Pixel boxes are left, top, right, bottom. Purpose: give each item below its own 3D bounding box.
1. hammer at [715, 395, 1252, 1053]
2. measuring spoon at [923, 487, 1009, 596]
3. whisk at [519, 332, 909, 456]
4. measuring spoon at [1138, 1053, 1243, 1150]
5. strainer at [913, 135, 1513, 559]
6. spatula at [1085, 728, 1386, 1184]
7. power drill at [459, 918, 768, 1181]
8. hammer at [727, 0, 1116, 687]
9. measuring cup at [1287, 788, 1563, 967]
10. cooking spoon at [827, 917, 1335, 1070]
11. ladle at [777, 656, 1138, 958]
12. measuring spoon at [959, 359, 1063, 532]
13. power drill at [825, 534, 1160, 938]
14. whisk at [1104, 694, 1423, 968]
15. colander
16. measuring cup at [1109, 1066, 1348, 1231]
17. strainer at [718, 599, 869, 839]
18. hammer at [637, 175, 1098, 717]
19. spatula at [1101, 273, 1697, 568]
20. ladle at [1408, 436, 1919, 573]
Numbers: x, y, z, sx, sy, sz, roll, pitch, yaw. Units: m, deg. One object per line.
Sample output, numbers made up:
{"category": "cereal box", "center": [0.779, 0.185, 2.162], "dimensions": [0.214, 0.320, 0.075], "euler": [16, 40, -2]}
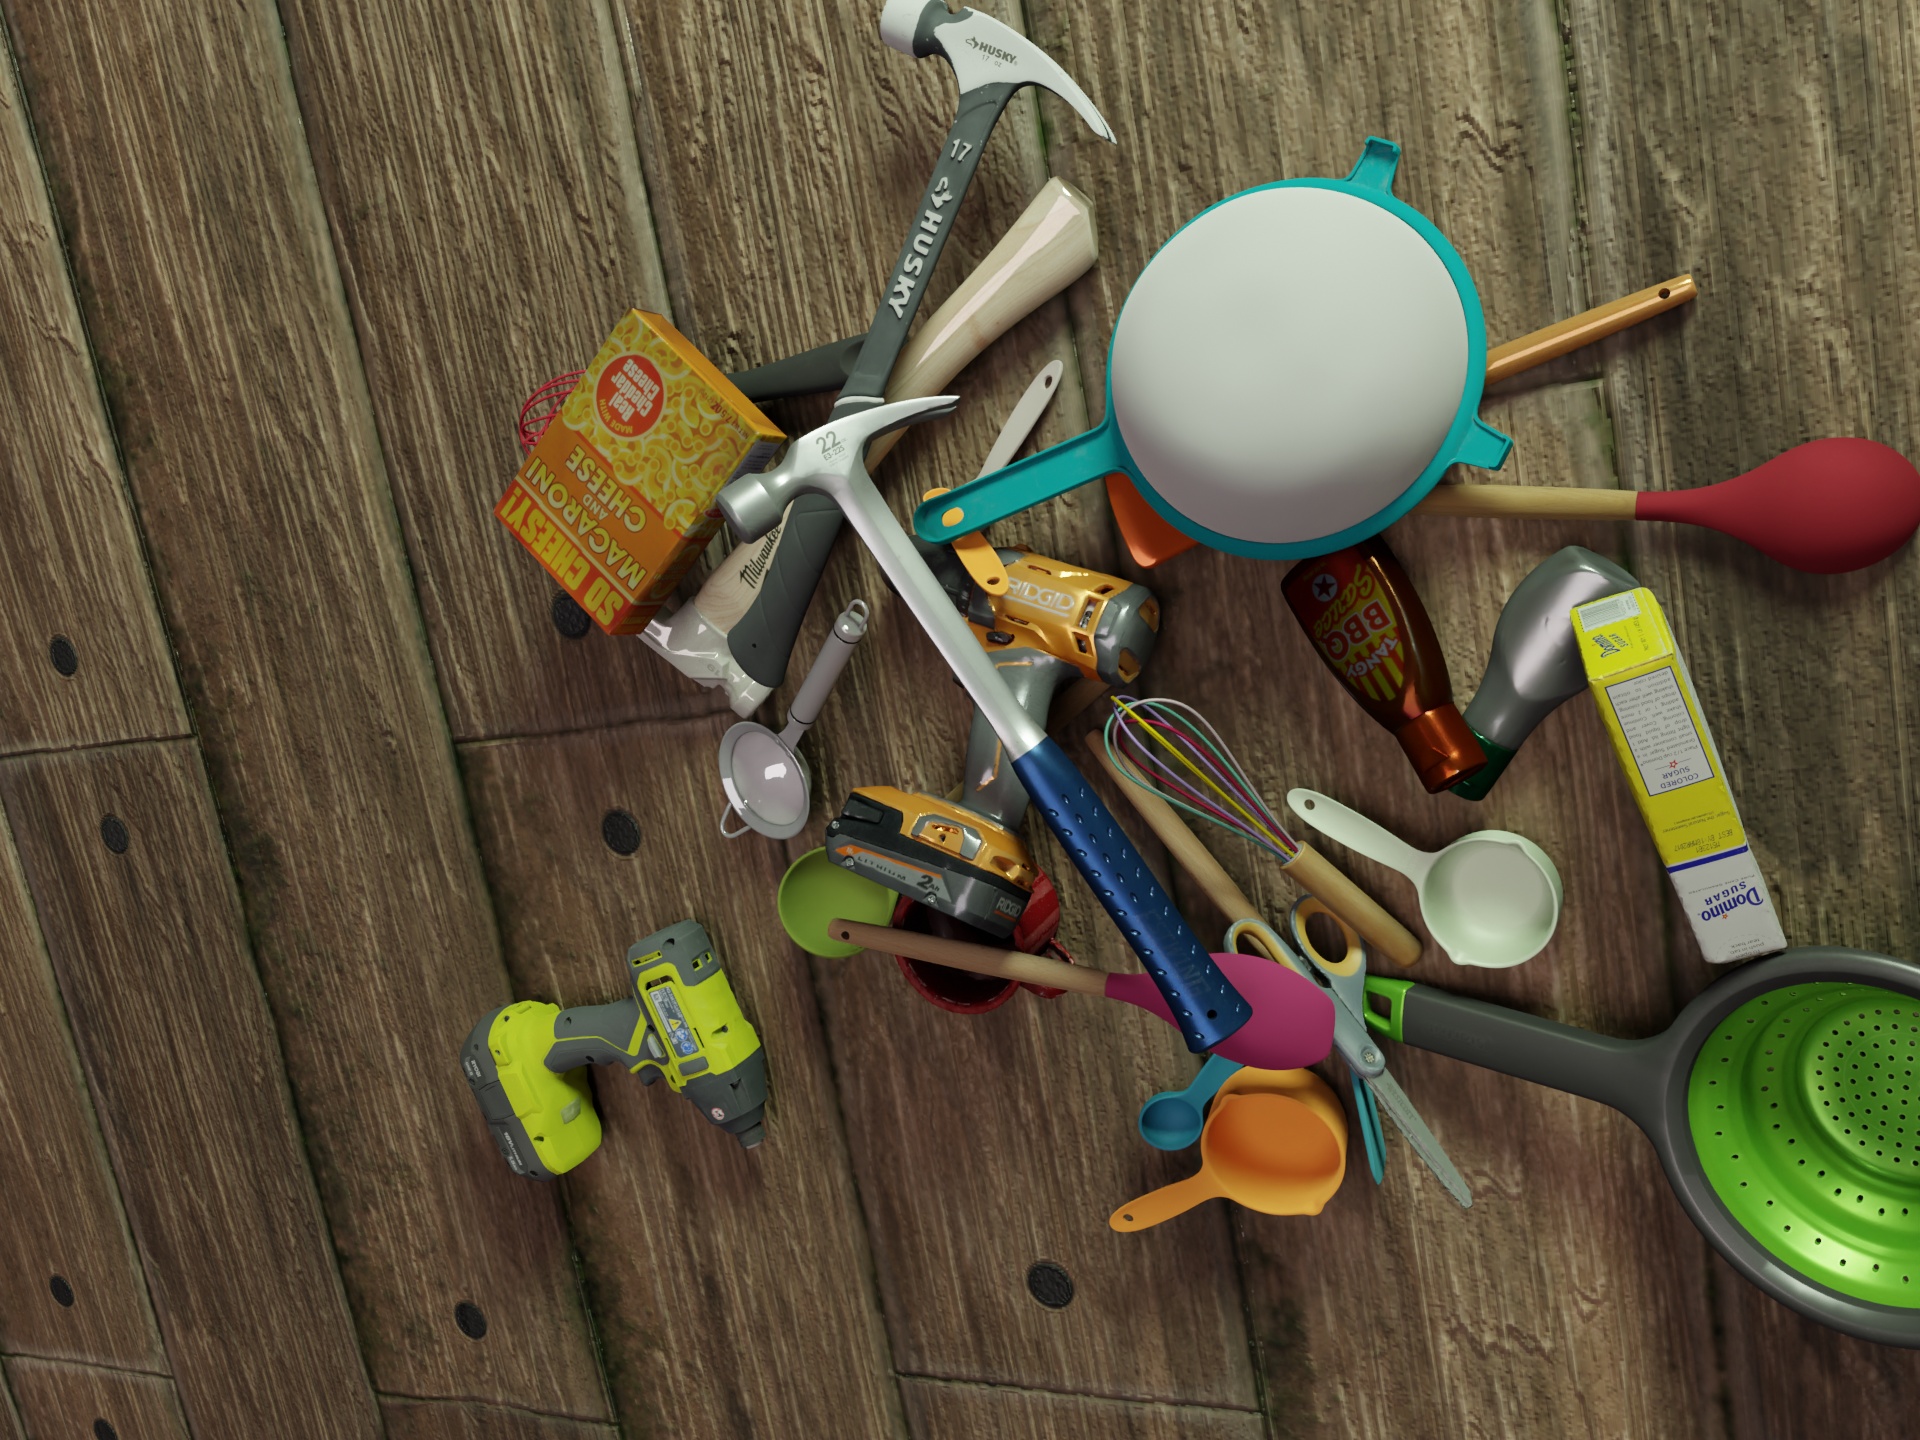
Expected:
{"category": "hammer", "center": [0.037, 0.004, 0.886], "dimensions": [0.144, 0.035, 0.405], "euler": [-35, 91, -8]}
{"category": "measuring spoon", "center": [0.004, -0.107, 0.970], "dimensions": [0.117, 0.021, 0.011], "euler": [-120, 15, -44]}
{"category": "whisk", "center": [-0.168, -0.213, 1.047], "dimensions": [0.296, 0.073, 0.073], "euler": [-8, 100, 21]}
{"category": "measuring spoon", "center": [0.162, 0.226, 1.029], "dimensions": [0.042, 0.021, 0.128], "euler": [34, 108, -10]}
{"category": "strainer", "center": [0.109, -0.173, 0.866], "dimensions": [0.340, 0.095, 0.211], "euler": [-21, 80, 21]}
{"category": "spatula", "center": [0.172, 0.136, 0.979], "dimensions": [0.044, 0.082, 0.317], "euler": [-42, 78, 14]}
{"category": "power drill", "center": [-0.255, 0.263, 1.203], "dimensions": [0.223, 0.080, 0.171], "euler": [-23, 93, 25]}
{"category": "hammer", "center": [-0.047, -0.204, 0.939], "dimensions": [0.149, 0.036, 0.408], "euler": [29, 109, 14]}
{"category": "measuring cup", "center": [0.270, 0.079, 0.929], "dimensions": [0.168, 0.038, 0.083], "euler": [30, 114, 25]}
{"category": "cooking spoon", "center": [0.064, 0.155, 0.959], "dimensions": [0.319, 0.017, 0.068], "euler": [9, 106, 21]}
{"category": "ladle", "center": [-0.001, 0.050, 1.037], "dimensions": [0.320, 0.062, 0.078], "euler": [-42, 78, 25]}
{"category": "measuring spoon", "center": [0.033, -0.167, 0.986], "dimensions": [0.124, 0.018, 0.034], "euler": [-57, 46, 20]}
{"category": "power drill", "center": [-0.002, -0.003, 0.971], "dimensions": [0.185, 0.084, 0.226], "euler": [21, 83, 27]}
{"category": "whisk", "center": [0.178, 0.067, 0.930], "dimensions": [0.245, 0.051, 0.047], "euler": [40, 154, -8]}
{"category": "colander", "center": [0.413, 0.192, 0.869], "dimensions": [0.397, 0.094, 0.204], "euler": [11, 109, 41]}
{"category": "measuring cup", "center": [0.168, 0.278, 1.013], "dimensions": [0.173, 0.052, 0.095], "euler": [-35, 96, 29]}
{"category": "strainer", "center": [-0.104, 0.001, 1.045], "dimensions": [0.087, 0.050, 0.258], "euler": [49, 140, 12]}
{"category": "hammer", "center": [-0.071, -0.178, 1.000], "dimensions": [0.146, 0.038, 0.410], "euler": [40, 116, -10]}
{"category": "spatula", "center": [0.234, -0.173, 0.873], "dimensions": [0.322, 0.041, 0.081], "euler": [-20, 81, 27]}
{"category": "ladle", "center": [0.334, -0.117, 0.850], "dimensions": [0.315, 0.031, 0.069], "euler": [5, 105, 26]}
